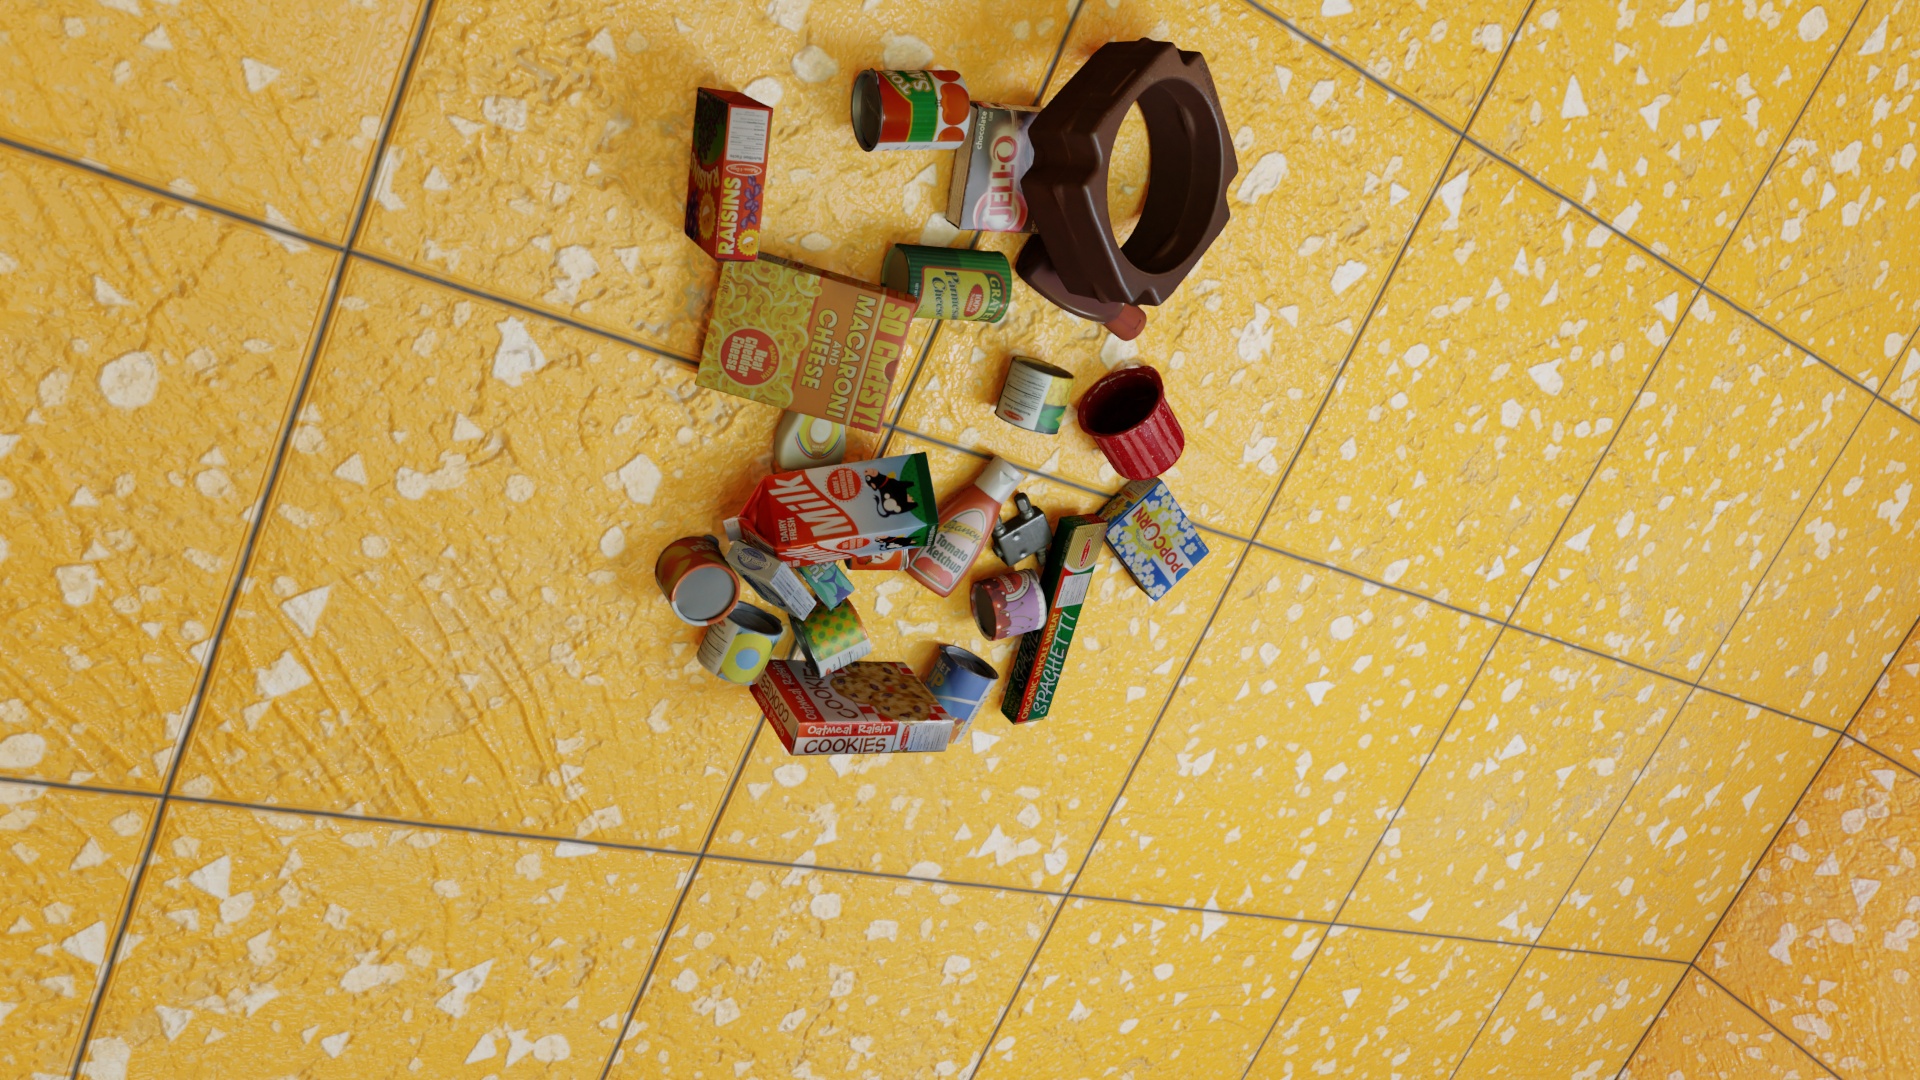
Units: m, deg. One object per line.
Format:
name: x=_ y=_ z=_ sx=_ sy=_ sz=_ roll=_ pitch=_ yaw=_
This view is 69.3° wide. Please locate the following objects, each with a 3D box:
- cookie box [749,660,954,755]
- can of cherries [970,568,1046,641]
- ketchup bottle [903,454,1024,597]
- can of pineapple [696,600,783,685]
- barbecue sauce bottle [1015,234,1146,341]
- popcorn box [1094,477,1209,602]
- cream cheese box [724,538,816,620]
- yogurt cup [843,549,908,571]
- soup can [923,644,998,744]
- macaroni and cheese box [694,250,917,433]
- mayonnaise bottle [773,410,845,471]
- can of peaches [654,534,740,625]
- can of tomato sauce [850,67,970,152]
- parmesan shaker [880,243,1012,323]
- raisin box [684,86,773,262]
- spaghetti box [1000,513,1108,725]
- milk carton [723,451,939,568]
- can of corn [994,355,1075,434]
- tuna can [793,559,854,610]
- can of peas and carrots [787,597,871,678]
cookie box: x=-0.109 y=0.165 z=1.379 sx=0.168 sy=0.123 sz=0.040 roll=4 pitch=112 yaw=-30
can of cherries: x=0.049 y=0.065 z=1.448 sx=0.058 sy=0.072 sz=0.071 roll=-13 pitch=120 yaw=-20
ketchup bottle: x=0.005 y=-0.017 z=1.394 sx=0.064 sy=0.043 sz=0.148 roll=36 pitch=94 yaw=-16
can of pineapple: x=-0.209 y=0.098 z=1.326 sx=0.071 sy=0.071 sz=0.057 roll=18 pitch=106 yaw=-34
barbecue sauce bottle: x=0.122 y=-0.244 z=1.343 sx=0.148 sy=0.044 sz=0.065 roll=31 pitch=92 yaw=-37
popcorn box: x=0.206 y=-0.005 z=1.514 sx=0.085 sy=0.038 sz=0.126 roll=-43 pitch=126 yaw=-4
cream cheese box: x=-0.173 y=0.037 z=1.275 sx=0.024 sy=0.053 sz=0.103 roll=-59 pitch=158 yaw=-15
yogurt cup: x=-0.085 y=-0.001 z=1.344 sx=0.054 sy=0.072 sz=0.072 roll=-7 pitch=118 yaw=-16
soup can: x=-0.011 y=0.161 z=1.467 sx=0.071 sy=0.071 sz=0.083 roll=22 pitch=103 yaw=-35
macaroni and cheese box: x=-0.134 y=-0.173 z=1.205 sx=0.166 sy=0.040 sz=0.123 roll=15 pitch=109 yaw=-7
mayonnaise bottle: x=-0.128 y=-0.135 z=1.266 sx=0.065 sy=0.041 sz=0.147 roll=3 pitch=113 yaw=-26
can of peaches: x=-0.241 y=0.036 z=1.282 sx=0.071 sy=0.058 sz=0.071 roll=-12 pitch=120 yaw=-22
can of tomato sauce: x=-0.042 y=-0.366 z=1.177 sx=0.083 sy=0.071 sz=0.071 roll=-9 pitch=119 yaw=-25
parmesan shaker: x=-0.014 y=-0.231 z=1.263 sx=0.103 sy=0.071 sz=0.071 roll=-2 pitch=115 yaw=-27
raisin box: x=-0.189 y=-0.296 z=1.123 sx=0.040 sy=0.086 sz=0.122 roll=-3 pitch=116 yaw=-29
spaghetti box: x=0.099 y=0.087 z=1.495 sx=0.050 sy=0.029 sz=0.248 roll=-6 pitch=121 yaw=-40
milk carton: x=-0.120 y=-0.024 z=1.277 sx=0.191 sy=0.073 sz=0.072 roll=-9 pitch=164 yaw=-8
can of corn: x=0.074 y=-0.142 z=1.357 sx=0.071 sy=0.071 sz=0.058 roll=7 pitch=111 yaw=-31
tuna can: x=-0.134 y=0.031 z=1.331 sx=0.033 sy=0.071 sz=0.071 roll=-40 pitch=126 yaw=-6
can of peas and carrots: x=-0.129 y=0.092 z=1.368 sx=0.059 sy=0.071 sz=0.070 roll=-25 pitch=124 yaw=-15
